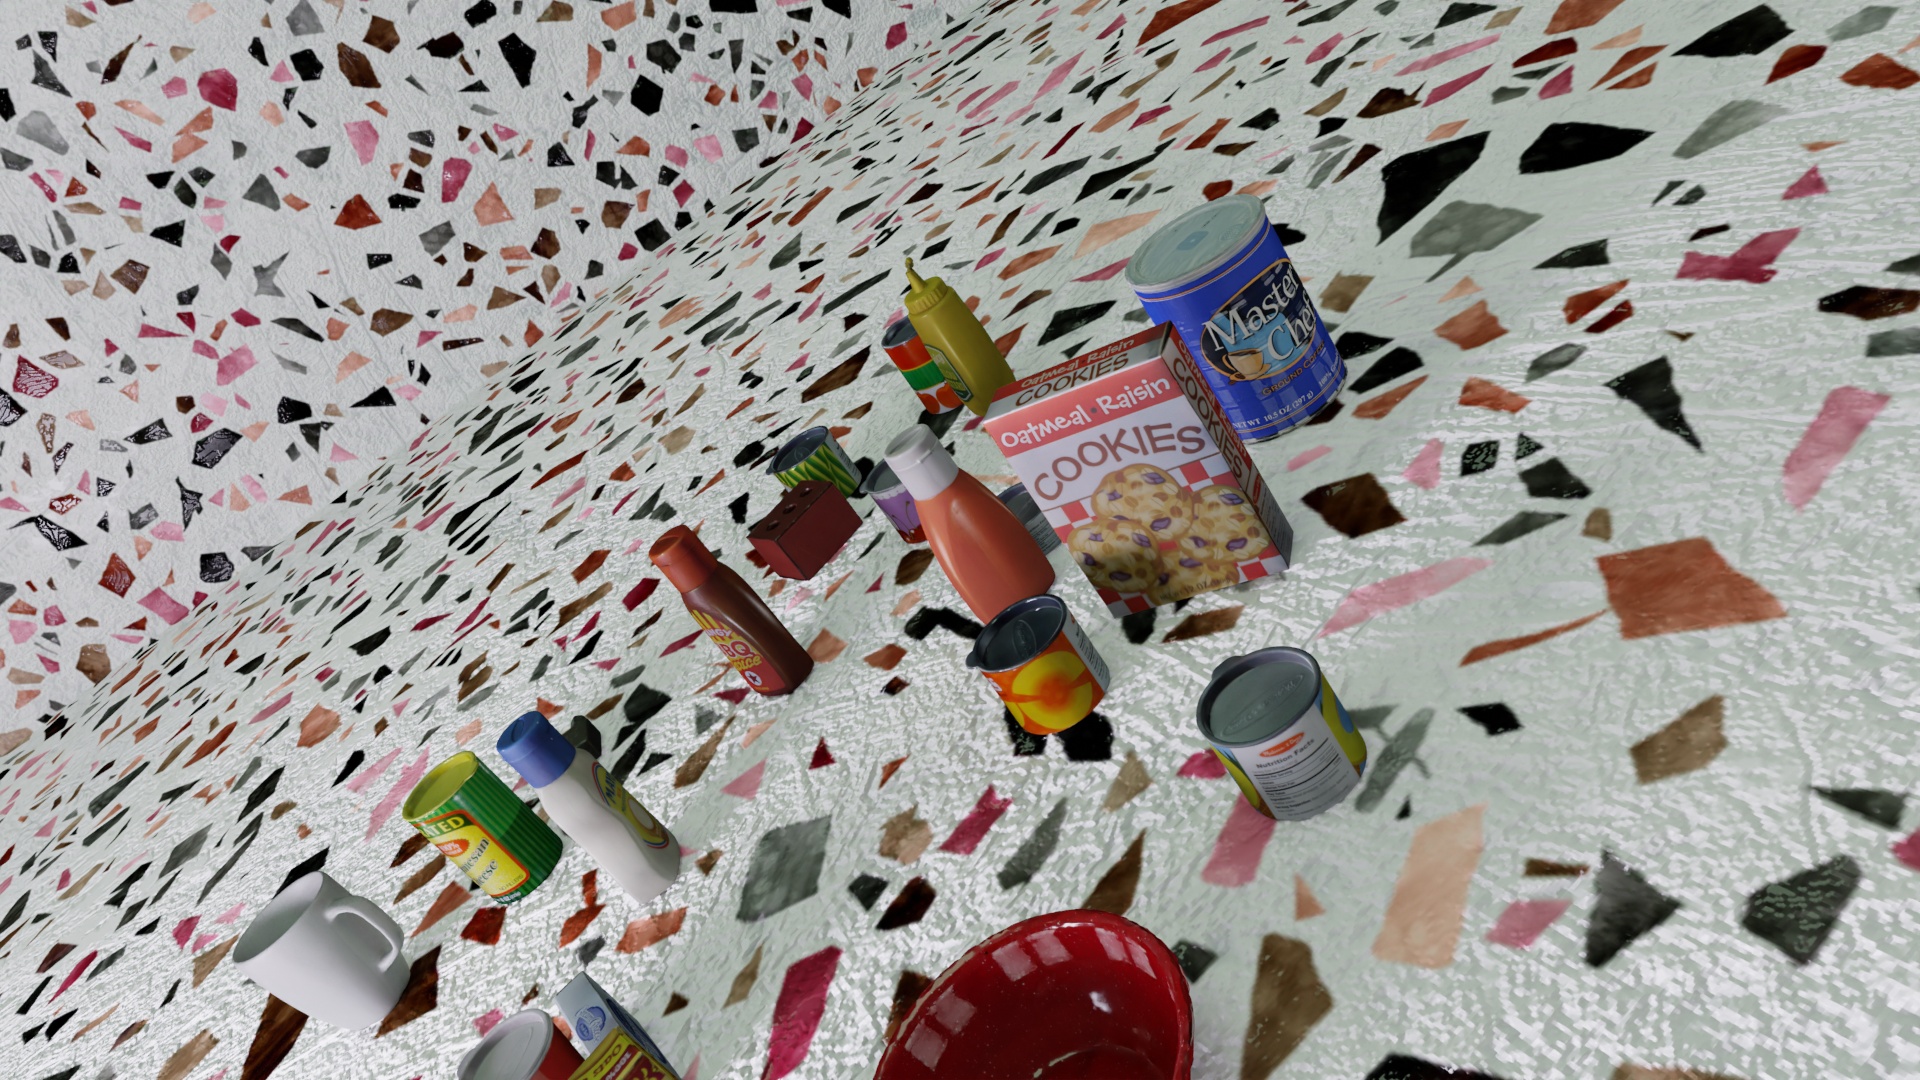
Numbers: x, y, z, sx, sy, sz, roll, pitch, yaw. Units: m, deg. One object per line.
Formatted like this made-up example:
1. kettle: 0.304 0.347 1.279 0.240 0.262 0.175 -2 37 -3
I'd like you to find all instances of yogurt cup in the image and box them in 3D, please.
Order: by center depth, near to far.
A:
1. yogurt cup: -0.249 0.316 0.806 0.072 0.053 0.073 -28 27 16

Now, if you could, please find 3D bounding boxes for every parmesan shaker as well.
1. parmesan shaker: -0.355 0.216 1.042 0.071 0.103 0.071 -28 27 16

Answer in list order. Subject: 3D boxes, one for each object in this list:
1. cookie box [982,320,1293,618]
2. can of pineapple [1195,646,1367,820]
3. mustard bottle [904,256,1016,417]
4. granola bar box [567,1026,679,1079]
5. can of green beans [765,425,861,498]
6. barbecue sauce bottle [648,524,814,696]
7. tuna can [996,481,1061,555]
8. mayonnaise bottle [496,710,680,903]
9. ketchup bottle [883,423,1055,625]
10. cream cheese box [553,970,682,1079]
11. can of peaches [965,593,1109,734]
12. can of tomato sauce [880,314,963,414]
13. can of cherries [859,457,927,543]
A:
1. cookie box: 0.109 -0.038 0.840 0.122 0.167 0.040 -19 31 31
2. can of pineapple: 0.158 0.094 0.686 0.071 0.057 0.071 -28 27 16
3. mustard bottle: -0.009 -0.182 1.226 0.049 0.159 0.065 -42 26 -11
4. granola bar box: -0.167 0.323 0.618 0.166 0.124 0.039 -47 28 -23
5. can of green beans: -0.135 -0.064 1.297 0.071 0.057 0.071 -28 27 16
6. barbecue sauce bottle: -0.175 0.053 1.047 0.065 0.148 0.044 -5 39 46
7. tuna can: 0.045 -0.012 1.026 0.071 0.032 0.071 -28 27 16
8. mayonnaise bottle: -0.247 0.176 0.930 0.041 0.147 0.065 -35 26 3
9. ketchup bottle: 0.003 -0.012 0.943 0.065 0.148 0.043 -42 27 -12
10. cream cheese box: -0.192 0.287 0.787 0.024 0.053 0.104 -45 28 -18
11. can of peaches: 0.048 0.077 0.846 0.071 0.058 0.071 -28 27 16
12. can of tomato sauce: -0.027 -0.171 1.317 0.071 0.083 0.071 -28 27 16
13. can of cherries: -0.038 -0.039 1.138 0.071 0.058 0.072 -28 27 16
